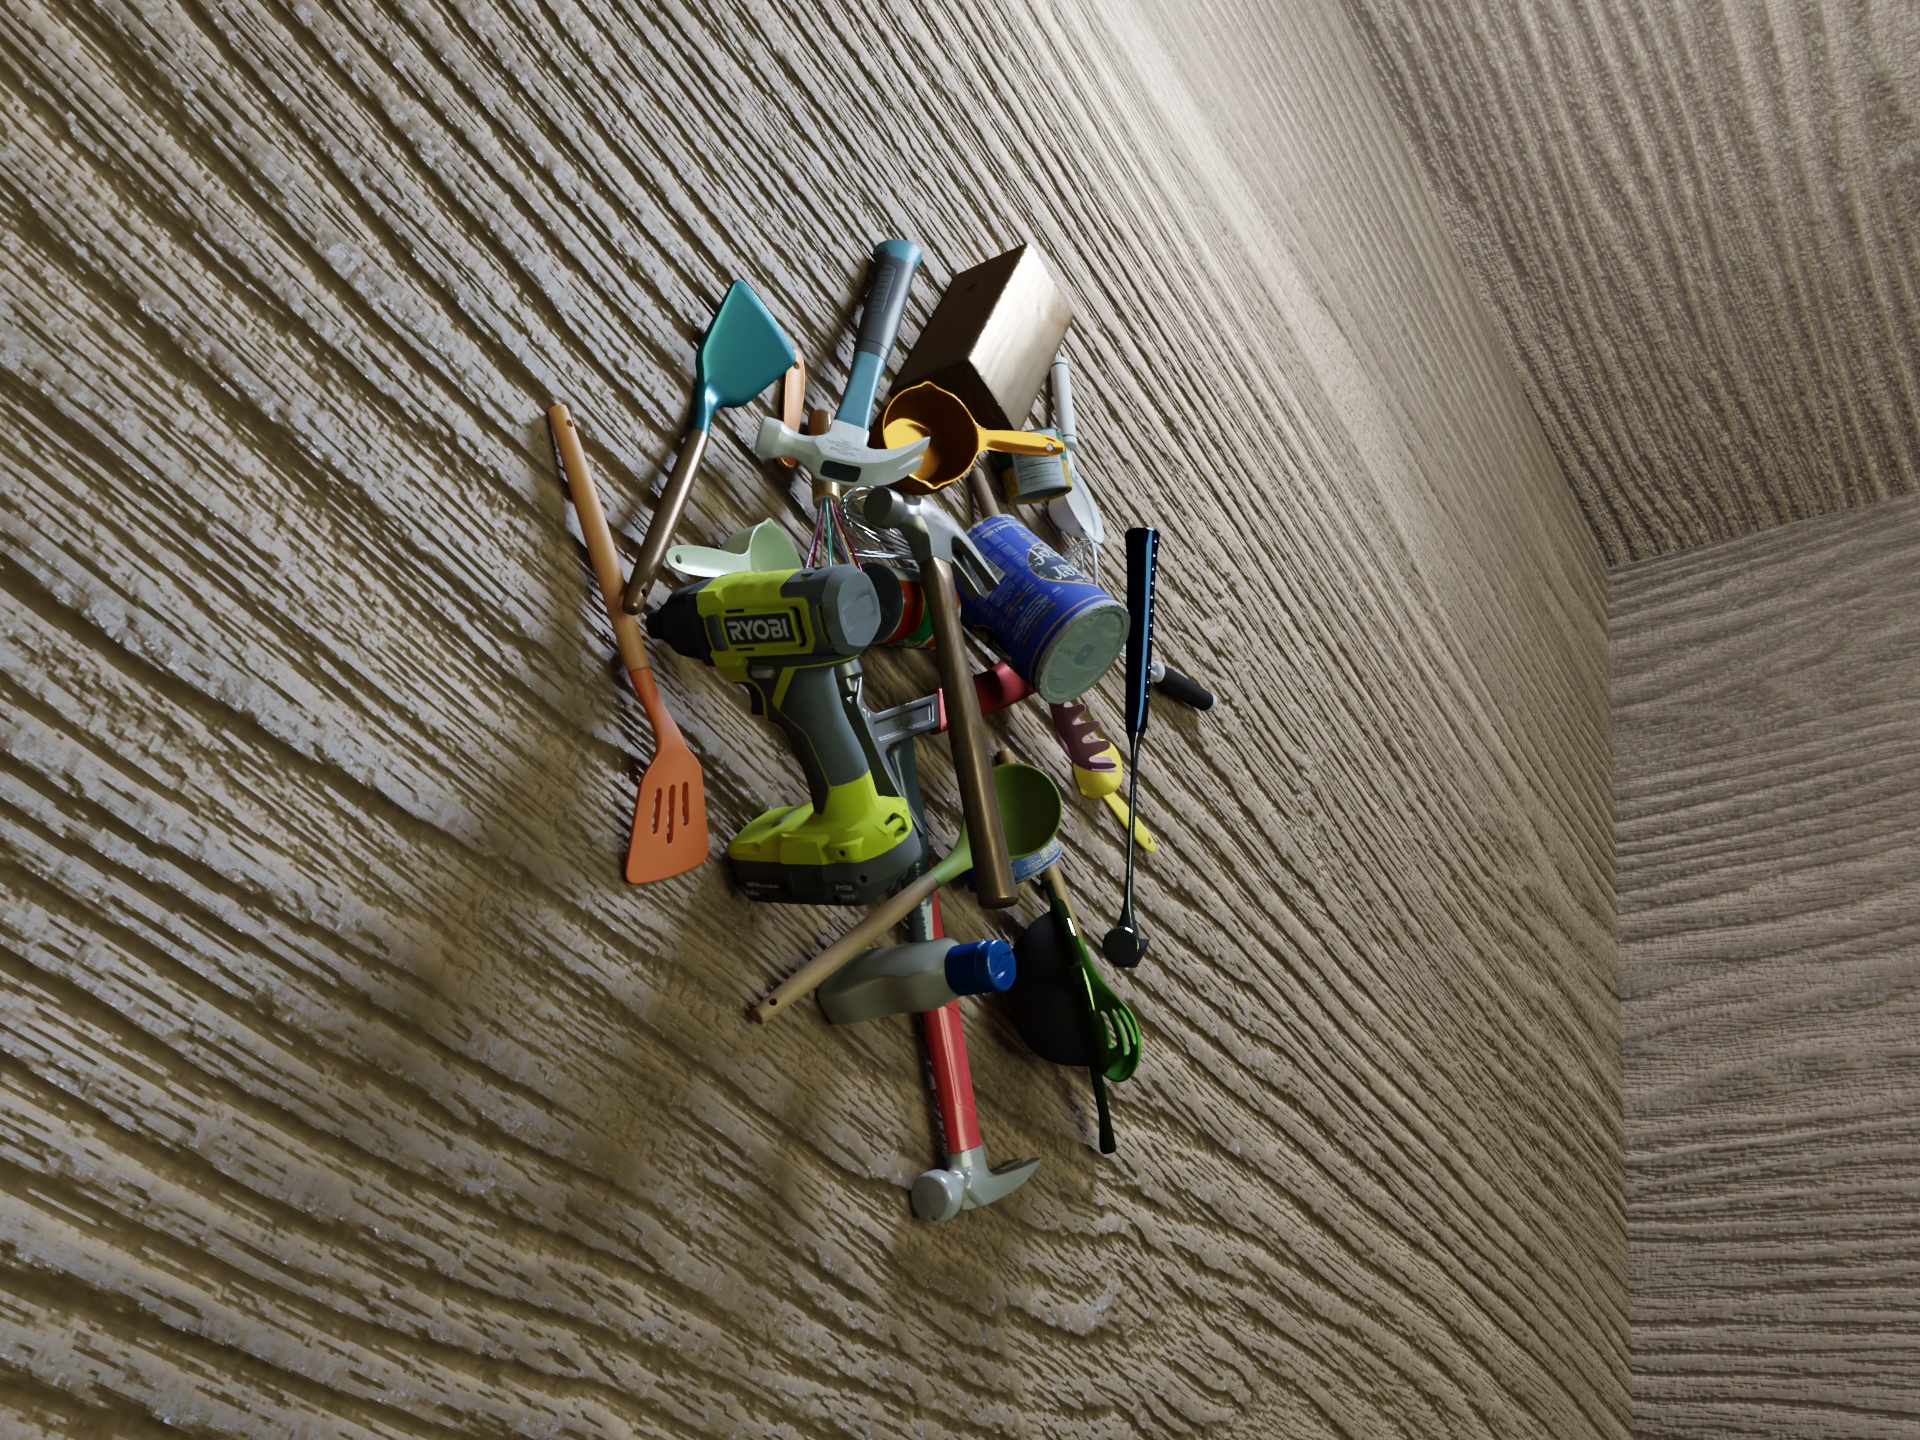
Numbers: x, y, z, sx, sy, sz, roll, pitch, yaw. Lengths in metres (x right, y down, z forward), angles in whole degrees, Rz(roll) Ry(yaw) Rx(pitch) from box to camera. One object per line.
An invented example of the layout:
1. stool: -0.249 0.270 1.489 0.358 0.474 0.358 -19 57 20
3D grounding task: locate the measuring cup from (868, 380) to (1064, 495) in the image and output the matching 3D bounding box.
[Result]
1. measuring cup: 0.003 -0.236 1.377 0.173 0.052 0.095 1 80 -25

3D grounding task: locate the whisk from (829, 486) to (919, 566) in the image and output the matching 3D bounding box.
1. whisk: -0.034 -0.143 1.362 0.246 0.058 0.059 22 95 -54

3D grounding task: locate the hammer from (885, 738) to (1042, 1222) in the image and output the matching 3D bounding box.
1. hammer: -0.014 0.187 1.269 0.143 0.038 0.386 0 78 -57

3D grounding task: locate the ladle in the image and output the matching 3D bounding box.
1. ladle: -0.036 0.127 1.188 0.078 0.062 0.320 42 48 16

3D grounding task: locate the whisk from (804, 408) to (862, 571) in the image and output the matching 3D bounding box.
1. whisk: -0.099 -0.151 1.228 0.051 0.047 0.245 67 12 -52

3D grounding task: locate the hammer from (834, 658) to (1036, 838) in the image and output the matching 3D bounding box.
1. hammer: -0.002 -0.004 1.302 0.149 0.036 0.359 67 24 1

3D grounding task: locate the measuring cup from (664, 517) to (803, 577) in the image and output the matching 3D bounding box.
1. measuring cup: -0.170 -0.105 1.134 0.167 0.038 0.083 0 79 -63

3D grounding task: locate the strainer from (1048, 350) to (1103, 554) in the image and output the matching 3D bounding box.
1. strainer: 0.109 -0.273 1.615 0.086 0.050 0.259 33 46 -53

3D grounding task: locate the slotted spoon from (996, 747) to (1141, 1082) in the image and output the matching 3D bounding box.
1. slotted spoon: 0.095 0.172 1.424 0.031 0.070 0.314 -21 90 -40

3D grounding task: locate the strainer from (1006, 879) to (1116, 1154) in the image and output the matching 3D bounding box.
1. strainer: 0.084 0.276 1.363 0.152 0.069 0.256 -108 -175 -64

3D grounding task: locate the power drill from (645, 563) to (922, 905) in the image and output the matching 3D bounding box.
1. power drill: -0.119 0.008 1.076 0.080 0.171 0.223 -40 123 -53

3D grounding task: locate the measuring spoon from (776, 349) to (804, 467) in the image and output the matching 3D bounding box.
1. measuring spoon: -0.138 -0.251 1.278 0.021 0.011 0.117 30 51 -42

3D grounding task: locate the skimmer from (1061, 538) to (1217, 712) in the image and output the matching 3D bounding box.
1. skimmer: 0.195 -0.074 1.619 0.363 0.090 0.127 25 58 -49

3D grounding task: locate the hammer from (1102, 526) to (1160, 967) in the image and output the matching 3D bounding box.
1. hammer: 0.160 0.024 1.465 0.144 0.035 0.406 51 41 -75

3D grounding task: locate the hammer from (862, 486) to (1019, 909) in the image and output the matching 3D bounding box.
1. hammer: 0.001 -0.017 1.227 0.130 0.031 0.331 14 59 -52

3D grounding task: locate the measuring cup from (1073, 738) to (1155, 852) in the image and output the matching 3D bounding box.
1. measuring cup: 0.163 0.078 1.571 0.156 0.029 0.062 50 42 -31

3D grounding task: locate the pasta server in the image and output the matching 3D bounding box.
1. pasta server: 0.069 -0.093 1.435 0.060 0.040 0.316 68 3 -72

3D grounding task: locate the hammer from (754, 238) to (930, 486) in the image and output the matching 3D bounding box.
1. hammer: -0.075 -0.306 1.321 0.128 0.033 0.331 17 46 -8

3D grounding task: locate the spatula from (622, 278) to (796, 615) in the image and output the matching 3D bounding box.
1. spatula: -0.186 -0.192 1.137 0.082 0.044 0.318 52 34 -37

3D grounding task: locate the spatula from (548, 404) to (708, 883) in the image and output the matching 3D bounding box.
1. spatula: -0.229 -0.054 1.063 0.081 0.041 0.322 -14 86 -57
